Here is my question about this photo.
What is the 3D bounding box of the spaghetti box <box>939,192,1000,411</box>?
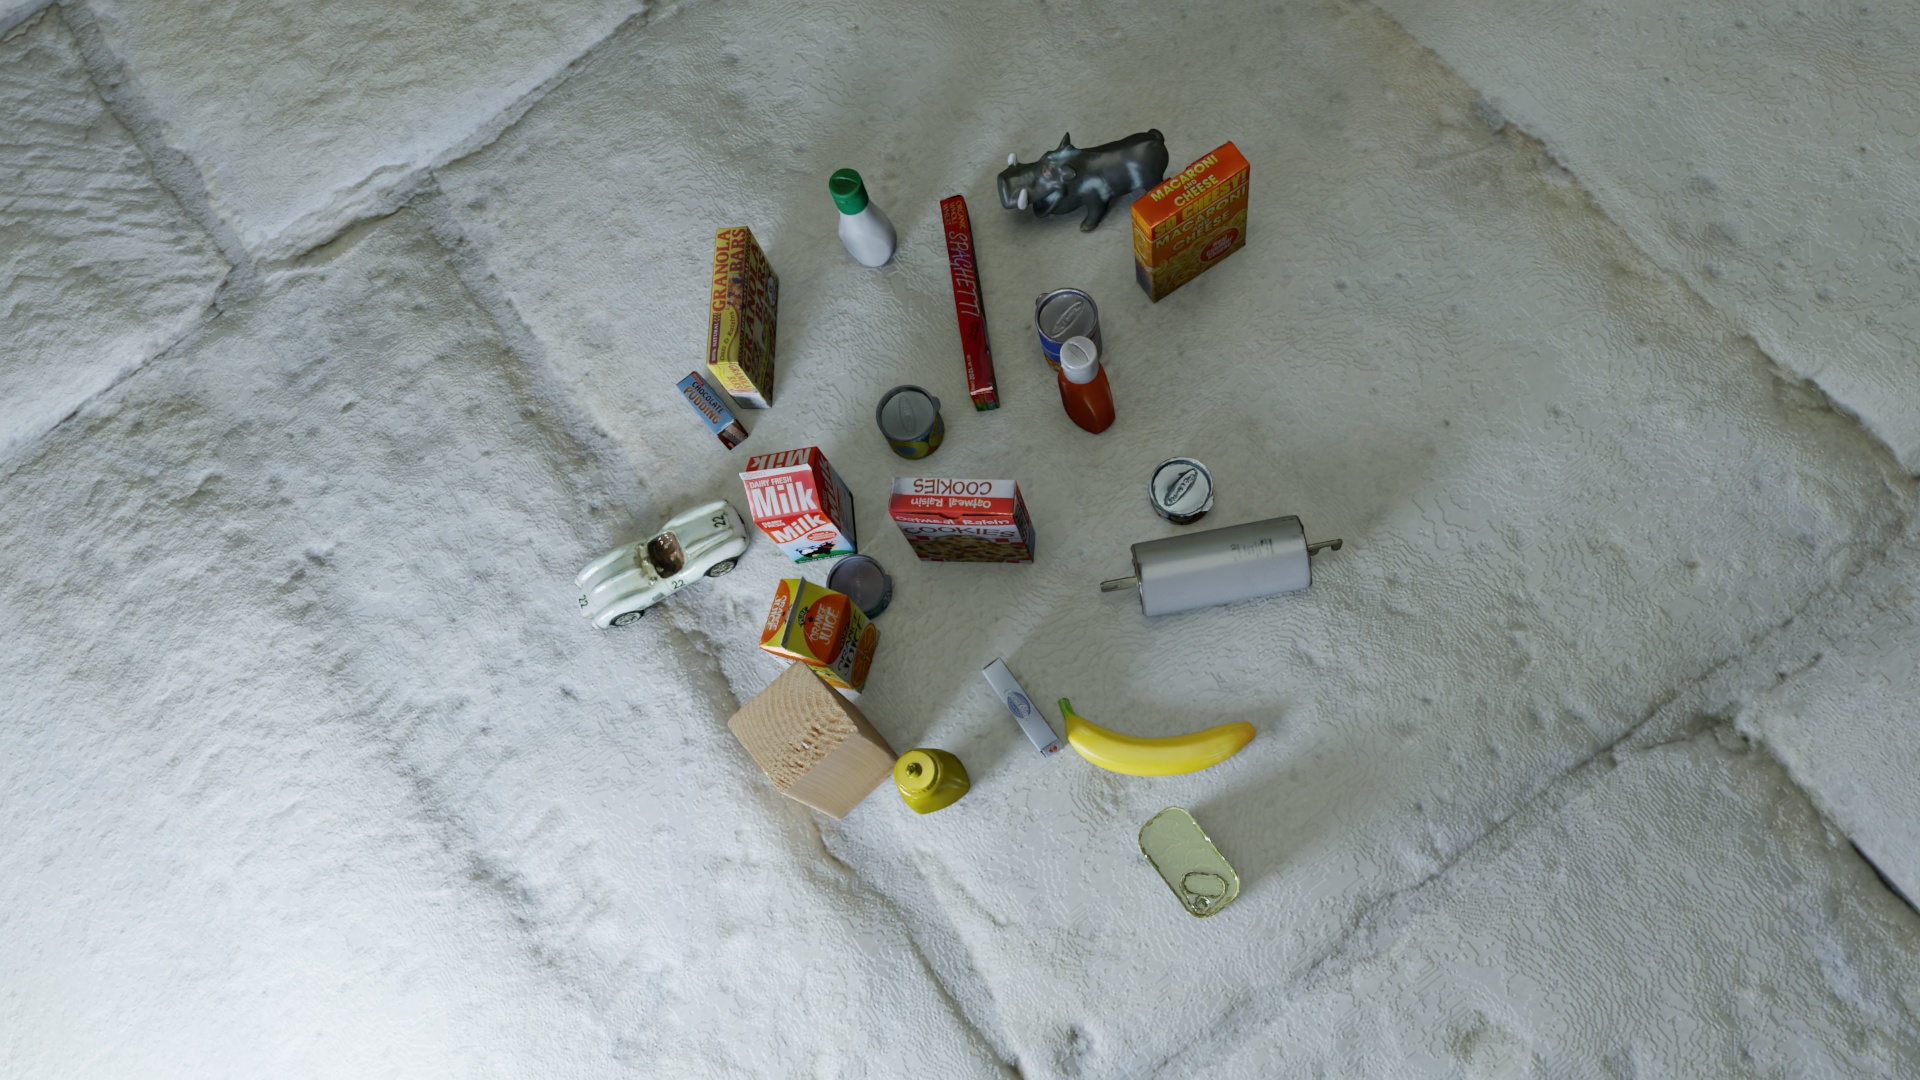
[{"bbox_3d":[0.010,-0.266,1.543,0.029,0.050,0.251,-11,71,6],"label":"spaghetti box"}]

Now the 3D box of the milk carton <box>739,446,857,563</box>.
[{"bbox_3d":[-0.164,-0.041,1.424,0.072,0.190,0.073,-9,71,7],"label":"milk carton"}]

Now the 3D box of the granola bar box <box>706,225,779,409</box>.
[{"bbox_3d":[-0.240,-0.244,1.538,0.039,0.124,0.166,-2,72,9],"label":"granola bar box"}]

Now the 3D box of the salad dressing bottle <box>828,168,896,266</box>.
[{"bbox_3d":[-0.111,-0.358,1.542,0.064,0.147,0.044,14,76,14],"label":"salad dressing bottle"}]

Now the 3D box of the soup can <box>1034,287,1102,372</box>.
[{"bbox_3d":[0.116,-0.225,1.495,0.071,0.083,0.071,-3,72,9],"label":"soup can"}]

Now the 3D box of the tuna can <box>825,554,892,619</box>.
[{"bbox_3d":[-0.104,0.050,1.468,0.071,0.032,0.071,-3,72,9],"label":"tuna can"}]

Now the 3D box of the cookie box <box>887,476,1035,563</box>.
[{"bbox_3d":[0.005,-0.018,1.401,0.123,0.167,0.040,1,73,10],"label":"cookie box"}]

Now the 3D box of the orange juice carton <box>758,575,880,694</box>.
[{"bbox_3d":[-0.142,0.093,1.375,0.073,0.192,0.072,13,75,13],"label":"orange juice carton"}]

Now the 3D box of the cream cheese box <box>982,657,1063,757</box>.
[{"bbox_3d":[0.062,0.168,1.391,0.024,0.053,0.104,-36,70,-3],"label":"cream cheese box"}]

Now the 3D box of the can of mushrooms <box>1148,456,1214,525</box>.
[{"bbox_3d":[0.231,-0.050,1.445,0.071,0.033,0.071,-3,72,9],"label":"can of mushrooms"}]

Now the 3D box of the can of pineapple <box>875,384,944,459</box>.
[{"bbox_3d":[-0.052,-0.127,1.504,0.071,0.057,0.071,-3,72,9],"label":"can of pineapple"}]

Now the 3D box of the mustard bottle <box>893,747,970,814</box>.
[{"bbox_3d":[-0.033,0.226,1.331,0.065,0.160,0.049,-28,70,0],"label":"mustard bottle"}]

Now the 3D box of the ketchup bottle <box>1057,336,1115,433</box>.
[{"bbox_3d":[0.127,-0.163,1.438,0.043,0.148,0.065,-42,71,-5],"label":"ketchup bottle"}]

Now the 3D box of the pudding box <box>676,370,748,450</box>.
[{"bbox_3d":[-0.277,-0.146,1.552,0.030,0.049,0.084,-39,70,-4],"label":"pudding box"}]

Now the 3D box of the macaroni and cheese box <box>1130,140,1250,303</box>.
[{"bbox_3d":[0.242,-0.333,1.465,0.124,0.166,0.040,-33,70,-2],"label":"macaroni and cheese box"}]
